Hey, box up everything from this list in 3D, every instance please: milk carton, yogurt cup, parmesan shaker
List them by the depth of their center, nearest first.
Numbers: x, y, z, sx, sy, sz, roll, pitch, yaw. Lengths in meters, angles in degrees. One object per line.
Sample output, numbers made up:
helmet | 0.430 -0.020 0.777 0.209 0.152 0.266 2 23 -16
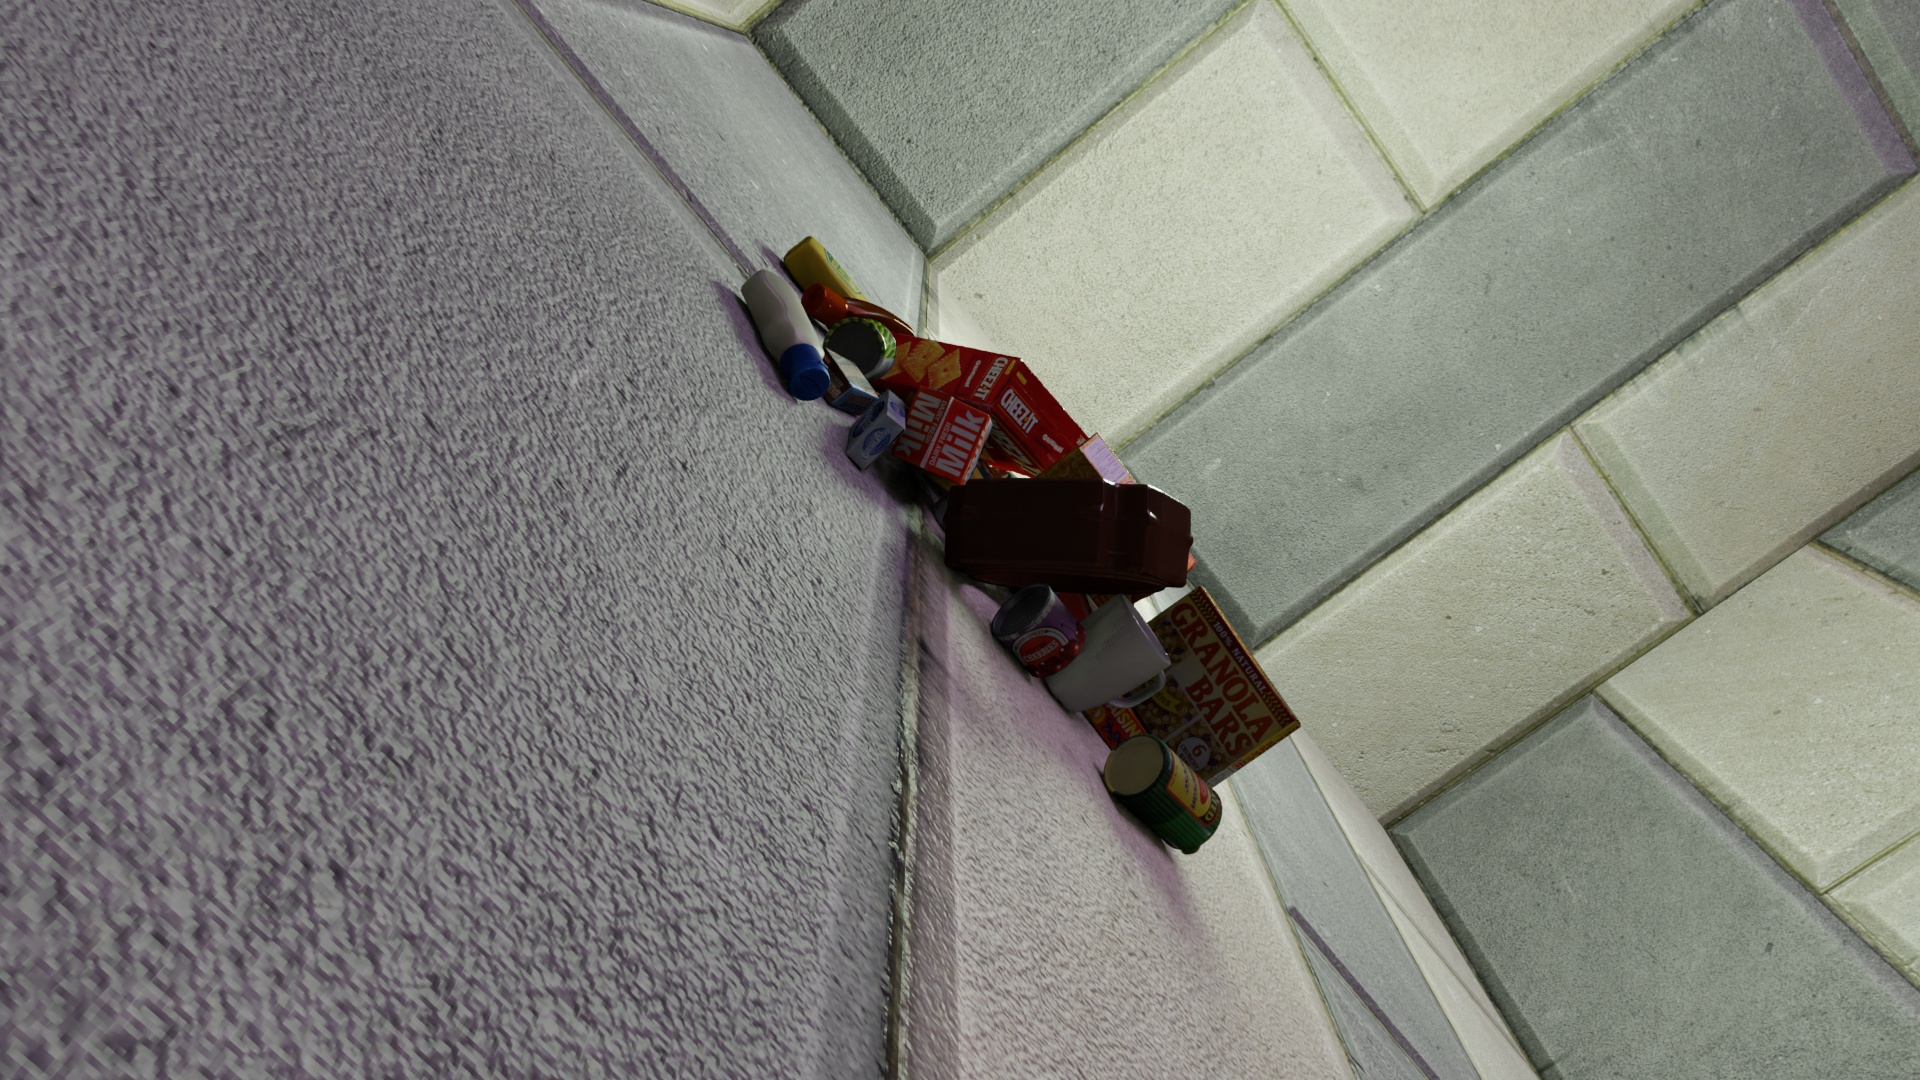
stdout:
parmesan shaker | 0.183 0.228 1.248 0.103 0.071 0.071 44 13 -37
milk carton | -0.017 -0.098 1.332 0.073 0.072 0.190 23 1 2
yogurt cup | 0.105 0.079 1.424 0.054 0.072 0.072 62 12 9

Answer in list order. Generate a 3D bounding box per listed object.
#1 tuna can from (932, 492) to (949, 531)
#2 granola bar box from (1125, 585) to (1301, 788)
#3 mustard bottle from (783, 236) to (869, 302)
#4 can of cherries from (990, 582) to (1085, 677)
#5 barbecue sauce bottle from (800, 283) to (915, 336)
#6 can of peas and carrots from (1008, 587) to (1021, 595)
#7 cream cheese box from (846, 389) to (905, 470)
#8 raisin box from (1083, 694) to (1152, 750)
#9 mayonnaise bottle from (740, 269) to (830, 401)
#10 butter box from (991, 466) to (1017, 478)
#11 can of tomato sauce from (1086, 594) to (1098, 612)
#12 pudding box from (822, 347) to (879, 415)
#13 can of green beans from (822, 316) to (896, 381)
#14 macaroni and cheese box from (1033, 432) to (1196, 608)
tuna can | 0.005 -0.017 1.393 0.071 0.033 0.071 50 11 -12
granola bar box | 0.233 0.146 1.357 0.166 0.124 0.039 58 10 26
mustard bottle | -0.138 -0.278 1.607 0.160 0.048 0.065 48 12 -20
can of cherries | 0.071 0.083 1.251 0.058 0.071 0.072 50 10 -22
barbecue sauce bottle | -0.116 -0.241 1.549 0.148 0.064 0.044 25 17 -51
can of peas and carrots | 0.079 0.033 1.475 0.071 0.058 0.071 50 10 -12
cream cheese box | -0.076 -0.102 1.265 0.024 0.053 0.104 43 12 -14
raisin box | 0.171 0.192 1.393 0.123 0.040 0.086 53 11 -2
mayonnaise bottle | -0.153 -0.181 1.239 0.064 0.041 0.149 40 17 -44
butter box | 0.055 -0.051 1.674 0.103 0.053 0.024 41 12 -51
can of tomato sauce | 0.132 0.087 1.506 0.083 0.071 0.071 48 11 -28
pudding box | -0.114 -0.151 1.335 0.050 0.030 0.084 55 11 12
can of green beans | -0.104 -0.196 1.429 0.071 0.071 0.058 52 10 0
macaroni and cheese box | 0.145 -0.012 1.423 0.166 0.123 0.040 53 50 -1
